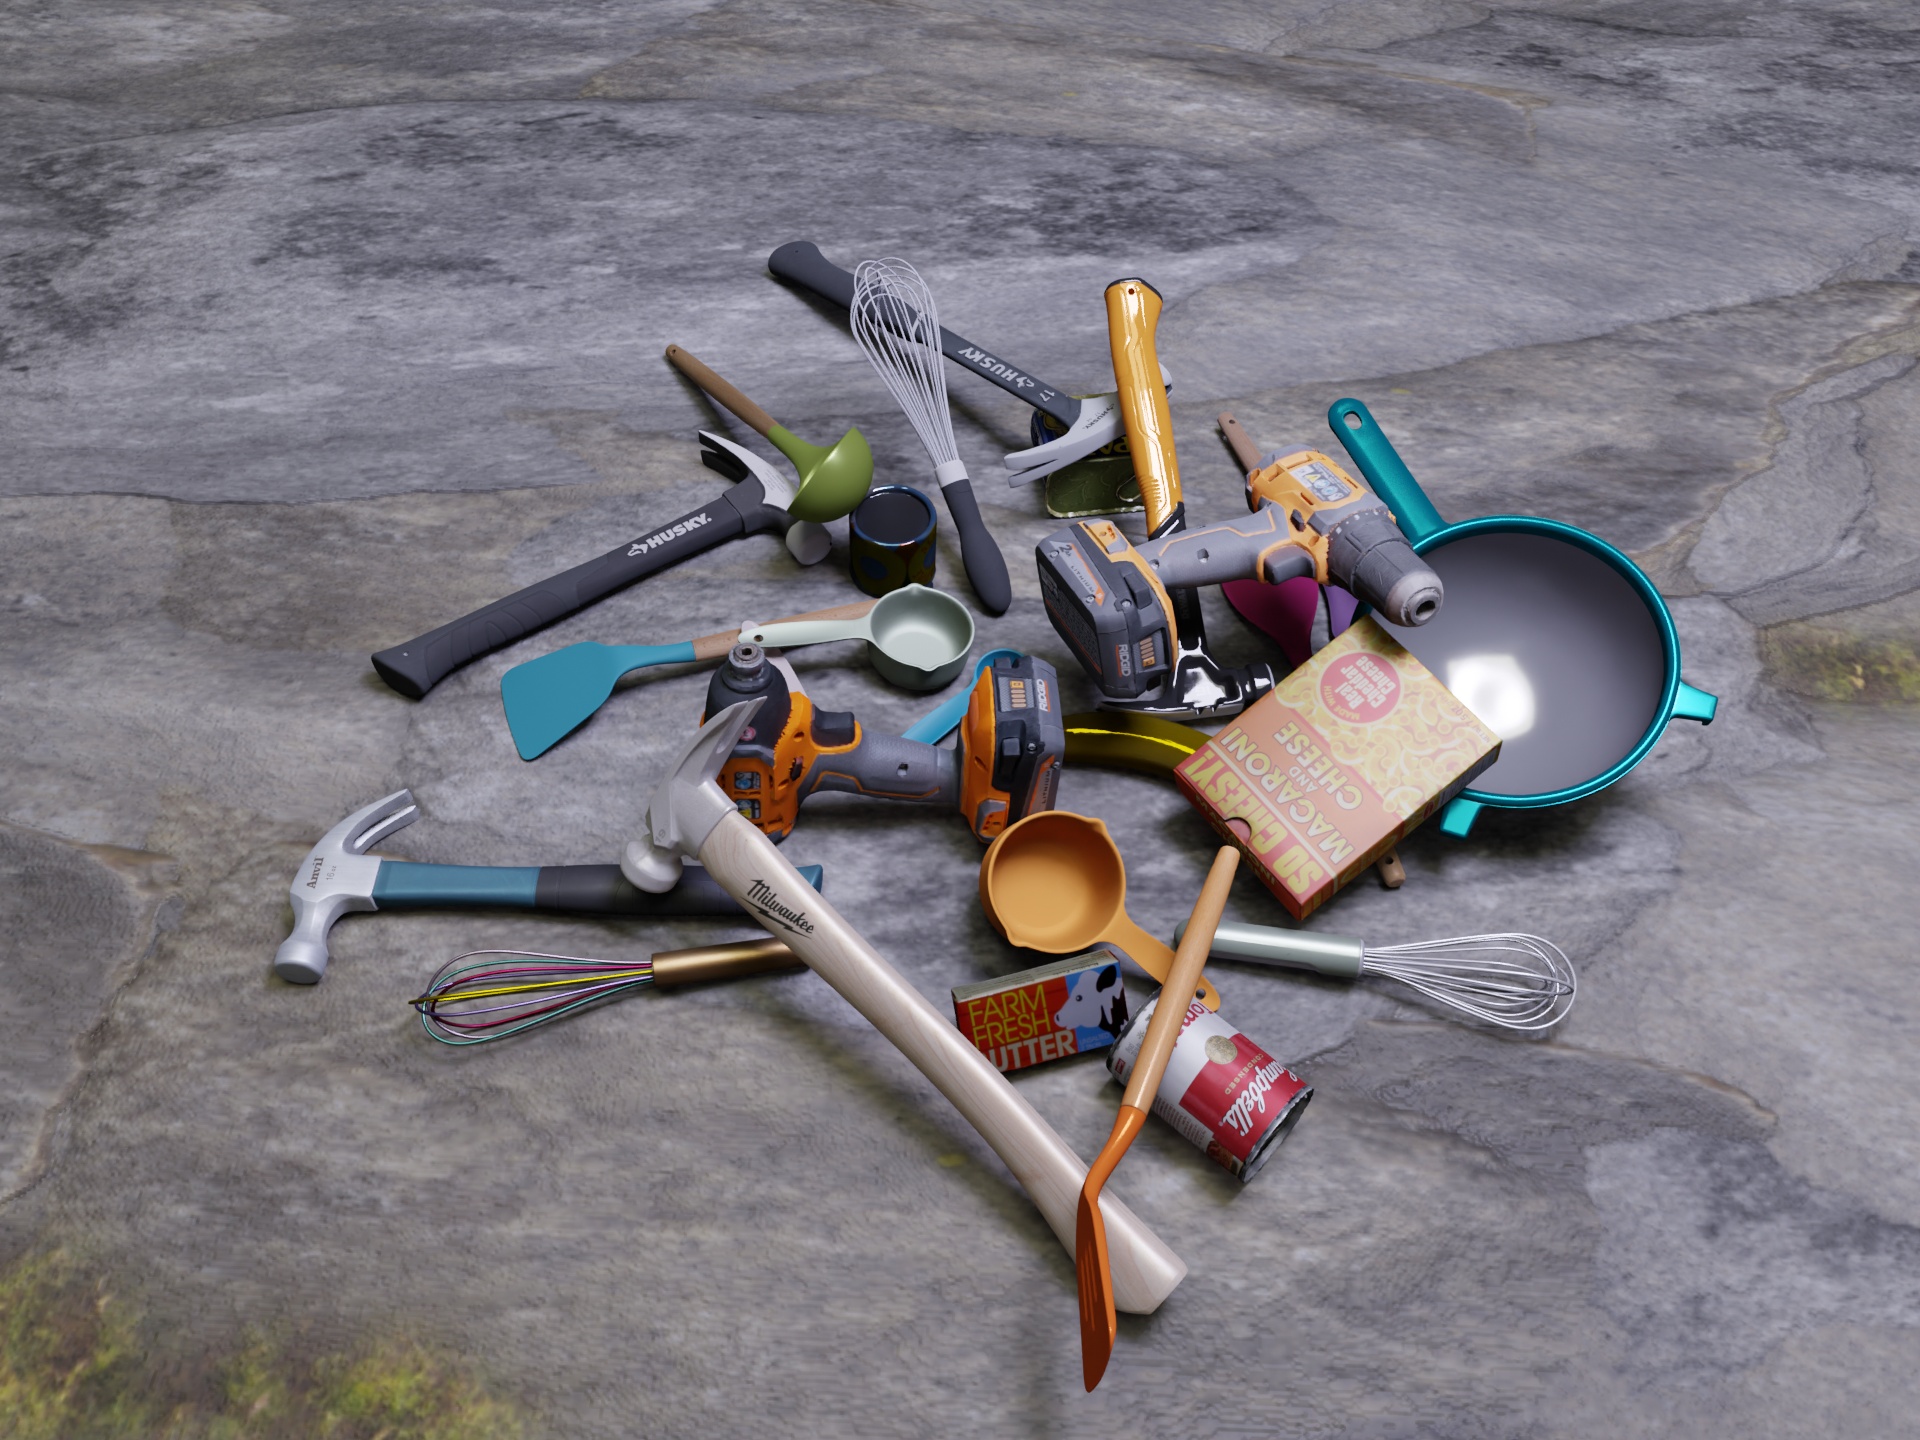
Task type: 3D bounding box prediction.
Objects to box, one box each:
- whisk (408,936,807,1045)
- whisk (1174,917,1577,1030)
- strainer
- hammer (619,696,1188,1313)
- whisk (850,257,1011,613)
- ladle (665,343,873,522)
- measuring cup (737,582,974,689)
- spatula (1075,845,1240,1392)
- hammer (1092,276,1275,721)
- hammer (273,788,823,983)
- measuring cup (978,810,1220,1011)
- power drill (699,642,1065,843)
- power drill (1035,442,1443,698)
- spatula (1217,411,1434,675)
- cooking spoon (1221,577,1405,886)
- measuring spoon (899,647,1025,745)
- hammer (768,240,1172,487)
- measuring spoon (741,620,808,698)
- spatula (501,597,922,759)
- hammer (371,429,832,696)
[{"bbox_3d":[-0.209,0.157,0.970,0.245,0.047,0.051,-7,52,-11],"label":"whisk"},{"bbox_3d":[0.256,0.150,0.991,0.246,0.057,0.059,7,81,9],"label":"whisk"},{"bbox_3d":[0.348,-0.079,1.116,0.211,0.095,0.341,-26,63,3],"label":"strainer"},{"bbox_3d":[-0.026,0.165,0.906,0.411,0.146,0.038,43,27,15],"label":"hammer"},{"bbox_3d":[-0.019,-0.213,1.188,0.070,0.070,0.284,-19,86,-16],"label":"whisk"},{"bbox_3d":[-0.164,-0.239,1.232,0.078,0.062,0.320,-51,48,3],"label":"ladle"},{"bbox_3d":[-0.074,-0.053,1.133,0.167,0.038,0.083,-4,52,-9],"label":"measuring cup"},{"bbox_3d":[0.110,0.197,0.865,0.041,0.081,0.323,21,53,10],"label":"spatula"},{"bbox_3d":[0.137,-0.164,1.153,0.127,0.034,0.337,-6,77,-6],"label":"hammer"},{"bbox_3d":[-0.254,0.108,1.012,0.331,0.033,0.128,2,53,-1],"label":"hammer"},{"bbox_3d":[0.088,0.128,1.003,0.173,0.052,0.095,38,77,-5],"label":"measuring cup"},{"bbox_3d":[-0.052,0.012,1.012,0.226,0.164,0.084,0,49,-5],"label":"power drill"},{"bbox_3d":[0.184,-0.092,1.044,0.226,0.084,0.186,-21,41,-9],"label":"power drill"},{"bbox_3d":[0.273,-0.130,1.222,0.059,0.018,0.316,-15,55,-16],"label":"spatula"},{"bbox_3d":[0.254,-0.018,1.135,0.069,0.017,0.319,-15,53,1],"label":"cooking spoon"},{"bbox_3d":[-0.002,-0.004,1.121,0.128,0.021,0.042,-38,63,-16],"label":"measuring spoon"},{"bbox_3d":[-0.025,-0.311,1.303,0.149,0.036,0.409,-40,53,-20],"label":"hammer"},{"bbox_3d":[-0.122,-0.019,1.112,0.034,0.018,0.124,-20,66,-32],"label":"measuring spoon"},{"bbox_3d":[-0.168,-0.049,1.144,0.317,0.044,0.082,-14,53,-18],"label":"spatula"},{"bbox_3d":[-0.273,-0.109,1.177,0.335,0.035,0.146,-29,59,-22],"label":"hammer"}]
